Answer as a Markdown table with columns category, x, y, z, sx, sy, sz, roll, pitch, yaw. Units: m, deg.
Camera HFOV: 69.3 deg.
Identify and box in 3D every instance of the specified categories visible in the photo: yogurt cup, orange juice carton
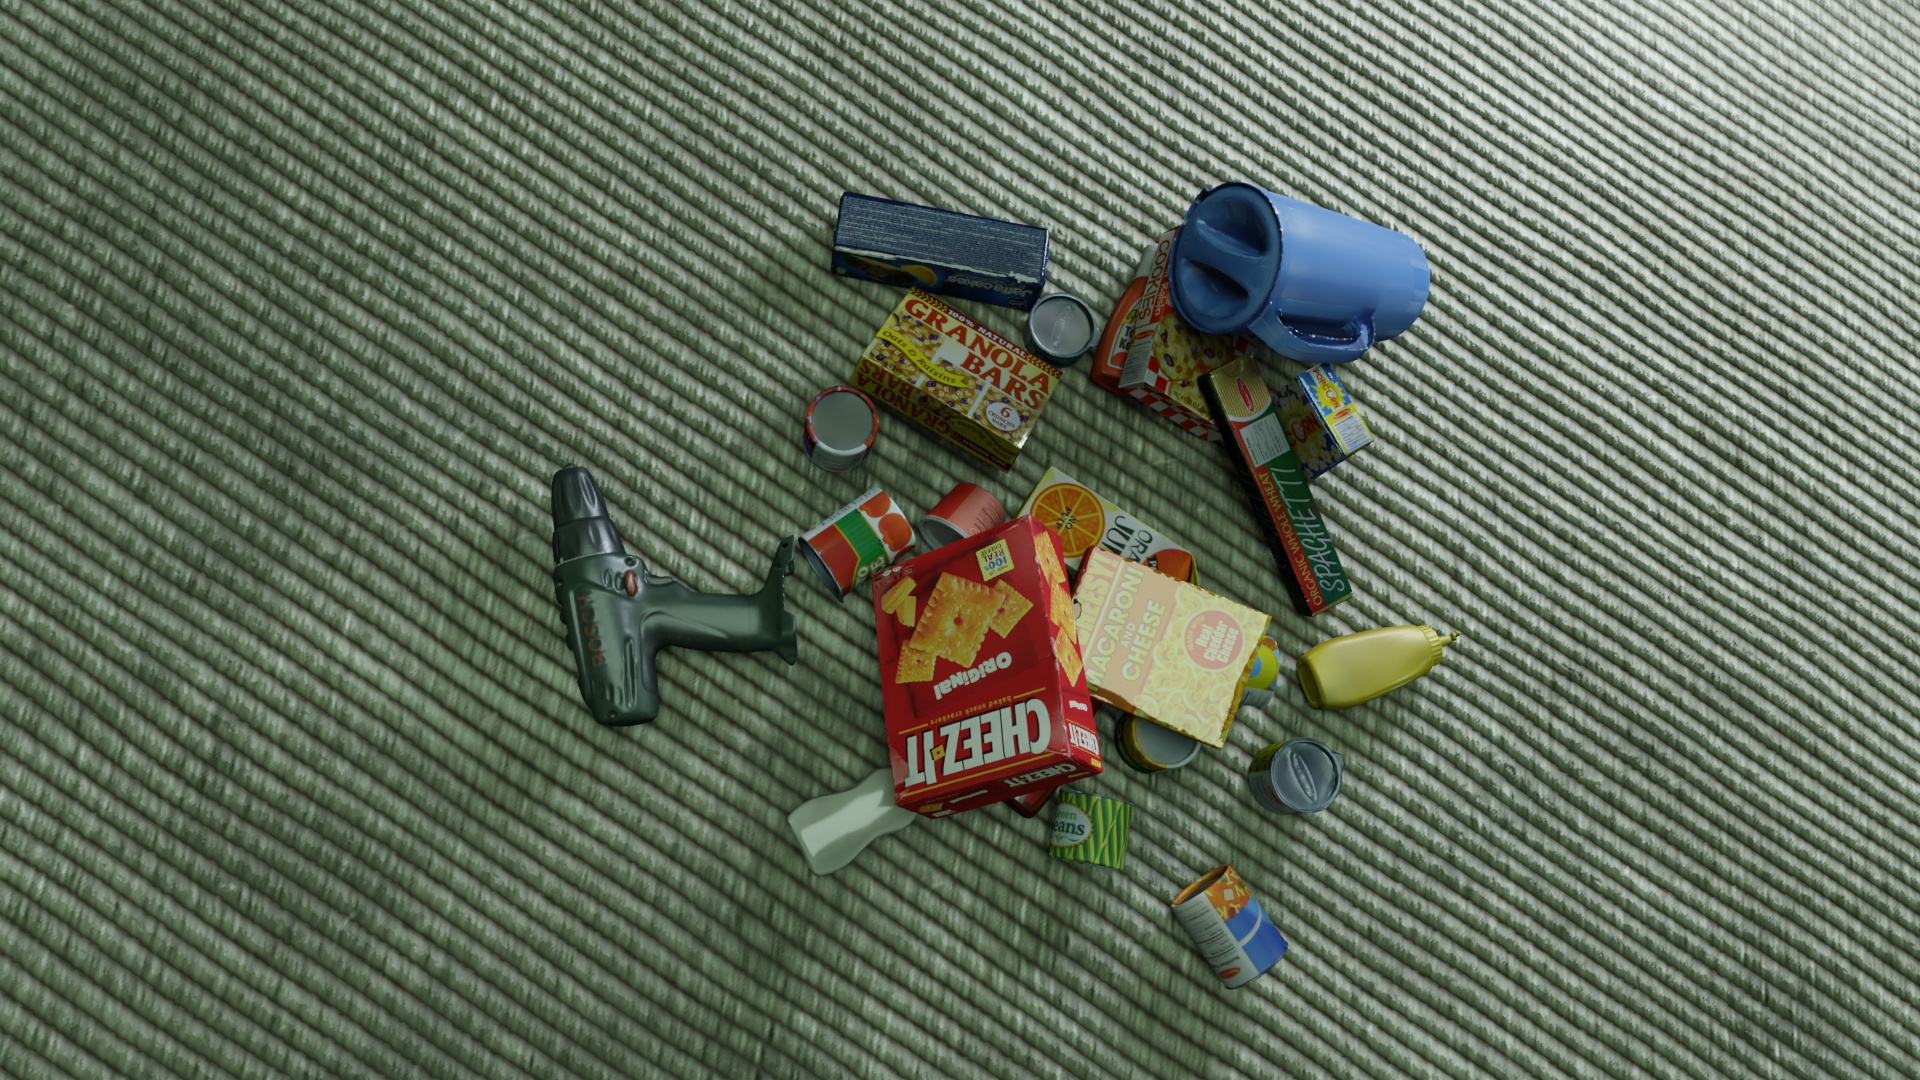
| category | x | y | z | sx | sy | sz | roll | pitch | yaw |
| --- | --- | --- | --- | --- | --- | --- | --- | --- | --- |
| yogurt cup | 0.004 | -0.016 | 1.251 | 0.072 | 0.072 | 0.054 | 37 | 66 | 1 |
| orange juice carton | 0.138 | 0.019 | 1.258 | 0.193 | 0.071 | 0.073 | 32 | 75 | 0 |

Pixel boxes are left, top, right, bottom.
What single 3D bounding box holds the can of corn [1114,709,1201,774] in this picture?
| category | x | y | z | sx | sy | sz | roll | pitch | yaw |
| --- | --- | --- | --- | --- | --- | --- | --- | --- | --- |
| can of corn | 0.174 | 0.171 | 1.234 | 0.071 | 0.058 | 0.071 | 2 | 76 | -8 |

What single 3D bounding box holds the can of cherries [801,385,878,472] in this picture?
| category | x | y | z | sx | sy | sz | roll | pitch | yaw |
| --- | --- | --- | --- | --- | --- | --- | --- | --- | --- |
| can of cherries | -0.109 | -0.103 | 1.255 | 0.071 | 0.058 | 0.071 | 2 | 77 | -8 |

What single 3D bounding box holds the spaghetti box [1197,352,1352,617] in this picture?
| category | x | y | z | sx | sy | sz | roll | pitch | yaw |
| --- | --- | --- | --- | --- | --- | --- | --- | --- | --- |
| spaghetti box | 0.293 | -0.050 | 1.289 | 0.050 | 0.028 | 0.249 | -26 | 97 | -15 |

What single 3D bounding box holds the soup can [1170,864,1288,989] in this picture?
| category | x | y | z | sx | sy | sz | roll | pitch | yaw |
| --- | --- | --- | --- | --- | --- | --- | --- | --- | --- |
| soup can | 0.233 | 0.332 | 1.203 | 0.071 | 0.071 | 0.084 | -33 | 84 | -14 |

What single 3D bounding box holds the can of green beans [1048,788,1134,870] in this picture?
| category | x | y | z | sx | sy | sz | roll | pitch | yaw |
| --- | --- | --- | --- | --- | --- | --- | --- | --- | --- |
| can of green beans | 0.113 | 0.251 | 1.202 | 0.071 | 0.071 | 0.058 | 13 | 76 | -6 |

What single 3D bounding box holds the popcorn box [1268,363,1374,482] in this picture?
| category | x | y | z | sx | sy | sz | roll | pitch | yaw |
| --- | --- | --- | --- | --- | --- | --- | --- | --- | --- |
| popcorn box | 0.321 | -0.102 | 1.288 | 0.038 | 0.126 | 0.085 | -27 | 83 | -17 |

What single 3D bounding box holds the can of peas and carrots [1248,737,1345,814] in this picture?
| category | x | y | z | sx | sy | sz | roll | pitch | yaw |
| --- | --- | --- | --- | --- | --- | --- | --- | --- | --- |
| can of peas and carrots | 0.301 | 0.211 | 1.245 | 0.071 | 0.058 | 0.071 | 2 | 77 | -9 |

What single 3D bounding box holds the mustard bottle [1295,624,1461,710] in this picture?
| category | x | y | z | sx | sy | sz | roll | pitch | yaw |
| --- | --- | --- | --- | --- | --- | --- | --- | --- | --- |
| mustard bottle | 0.394 | 0.111 | 1.288 | 0.160 | 0.048 | 0.065 | -14 | 79 | -12 |

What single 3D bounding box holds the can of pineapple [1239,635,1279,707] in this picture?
| category | x | y | z | sx | sy | sz | roll | pitch | yaw |
| --- | --- | --- | --- | --- | --- | --- | --- | --- | --- |
| can of pineapple | 0.250 | 0.113 | 1.256 | 0.058 | 0.071 | 0.071 | 9 | 76 | -7 |

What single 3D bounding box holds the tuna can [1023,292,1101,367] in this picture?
| category | x | y | z | sx | sy | sz | roll | pitch | yaw |
| --- | --- | --- | --- | --- | --- | --- | --- | --- | --- |
| tuna can | 0.097 | -0.199 | 1.324 | 0.071 | 0.032 | 0.071 | 2 | 77 | -8 |

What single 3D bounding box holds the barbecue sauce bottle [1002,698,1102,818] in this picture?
| category | x | y | z | sx | sy | sz | roll | pitch | yaw |
| --- | --- | --- | --- | --- | --- | --- | --- | --- | --- |
| barbecue sauce bottle | 0.083 | 0.170 | 1.228 | 0.065 | 0.043 | 0.149 | 38 | 74 | 10 |

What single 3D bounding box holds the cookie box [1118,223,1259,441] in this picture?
| category | x | y | z | sx | sy | sz | roll | pitch | yaw |
| --- | --- | --- | --- | --- | --- | --- | --- | --- | --- |
| cookie box | 0.225 | -0.196 | 1.314 | 0.123 | 0.040 | 0.168 | 26 | 72 | -30 |

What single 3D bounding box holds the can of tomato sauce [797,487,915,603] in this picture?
| category | x | y | z | sx | sy | sz | roll | pitch | yaw |
| --- | --- | --- | --- | --- | --- | --- | --- | --- | --- |
| can of tomato sauce | -0.090 | 0.003 | 1.229 | 0.083 | 0.071 | 0.071 | -35 | 84 | -15 |

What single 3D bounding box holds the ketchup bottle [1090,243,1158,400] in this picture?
| category | x | y | z | sx | sy | sz | roll | pitch | yaw |
| --- | --- | --- | --- | --- | --- | --- | --- | --- | --- |
| ketchup bottle | 0.173 | -0.212 | 1.334 | 0.065 | 0.043 | 0.149 | 22 | 74 | -13 |

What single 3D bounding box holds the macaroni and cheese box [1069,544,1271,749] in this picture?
| category | x | y | z | sx | sy | sz | roll | pitch | yaw |
| --- | --- | --- | --- | --- | --- | --- | --- | --- | --- |
| macaroni and cheese box | 0.165 | 0.091 | 1.191 | 0.166 | 0.040 | 0.124 | 22 | 84 | -1 |

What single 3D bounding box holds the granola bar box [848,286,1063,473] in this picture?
| category | x | y | z | sx | sy | sz | roll | pitch | yaw |
| --- | --- | --- | --- | --- | --- | --- | --- | --- | --- |
| granola bar box | -0.001 | -0.150 | 1.268 | 0.165 | 0.038 | 0.125 | 30 | 46 | -1 |

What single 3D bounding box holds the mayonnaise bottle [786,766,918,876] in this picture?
| category | x | y | z | sx | sy | sz | roll | pitch | yaw |
| --- | --- | --- | --- | --- | --- | --- | --- | --- | --- |
| mayonnaise bottle | -0.071 | 0.228 | 1.192 | 0.148 | 0.041 | 0.065 | -26 | 82 | -15 |
